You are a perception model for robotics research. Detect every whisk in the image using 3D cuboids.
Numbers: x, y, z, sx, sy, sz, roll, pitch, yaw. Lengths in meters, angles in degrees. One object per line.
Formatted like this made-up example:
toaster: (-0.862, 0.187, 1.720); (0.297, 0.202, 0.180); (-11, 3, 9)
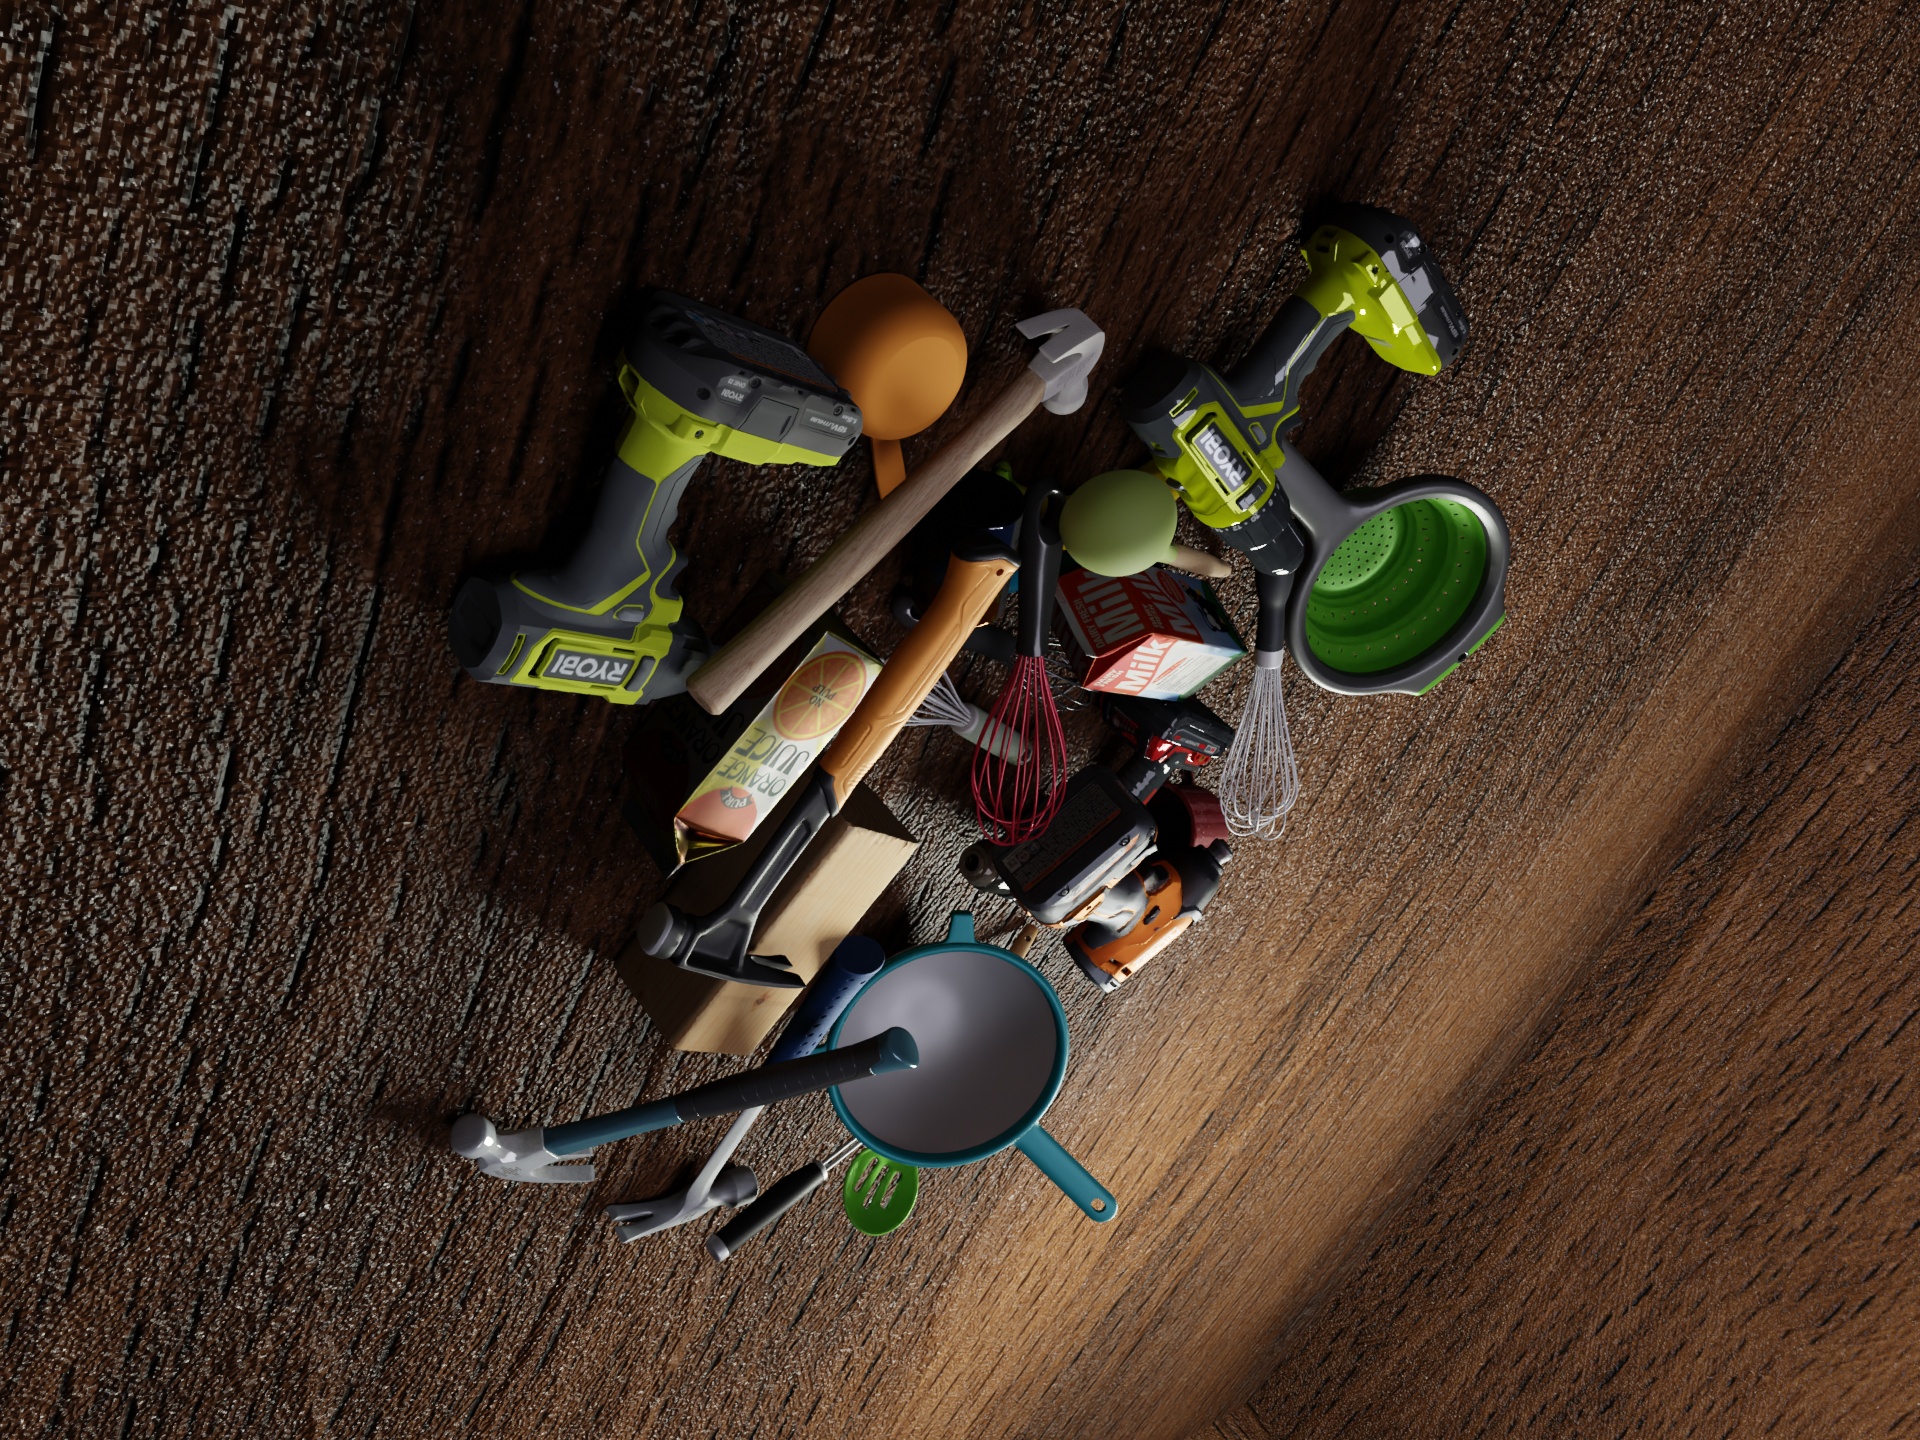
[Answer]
whisk: (0.048, -0.033, 1.115); (0.073, 0.073, 0.295); (-19, 128, -33)
whisk: (0.028, -0.052, 1.156); (0.238, 0.055, 0.055); (19, 112, -49)
whisk: (-0.002, -0.004, 1.175); (0.058, 0.059, 0.246); (-63, 151, -2)
whisk: (0.246, -0.024, 1.274); (0.070, 0.070, 0.284); (-22, 127, -30)

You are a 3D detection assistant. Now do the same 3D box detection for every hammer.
hammer: (-0.065, 0.028, 1.006); (0.127, 0.034, 0.337); (25, 105, -43)
hammer: (-0.193, 0.282, 1.173); (0.331, 0.033, 0.128); (-15, 150, 3)
hammer: (-0.034, -0.126, 0.941); (0.331, 0.031, 0.130); (-45, 172, -12)
hammer: (-0.165, 0.304, 1.277); (0.144, 0.035, 0.405); (-9, 144, -40)

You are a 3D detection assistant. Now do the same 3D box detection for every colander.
colander: (0.296, -0.166, 1.290); (0.204, 0.095, 0.396); (-45, 129, 13)

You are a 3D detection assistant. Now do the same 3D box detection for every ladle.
ladle: (0.151, -0.130, 1.156); (0.078, 0.062, 0.320); (-34, 169, 19)

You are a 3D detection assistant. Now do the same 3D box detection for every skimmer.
skimmer: (-0.065, 0.388, 1.458); (0.363, 0.090, 0.127); (-32, 125, -31)

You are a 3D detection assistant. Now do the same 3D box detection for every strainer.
strainer: (0.022, 0.316, 1.403); (0.211, 0.095, 0.340); (-41, 111, 2)

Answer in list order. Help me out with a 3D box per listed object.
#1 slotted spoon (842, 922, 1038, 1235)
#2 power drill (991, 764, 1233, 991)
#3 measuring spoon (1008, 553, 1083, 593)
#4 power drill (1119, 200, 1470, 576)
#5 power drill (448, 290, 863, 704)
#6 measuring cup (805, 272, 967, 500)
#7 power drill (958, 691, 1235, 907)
slotted spoon: (-0.012, 0.321, 1.448); (0.314, 0.070, 0.031); (-58, -168, -15)
power drill: (0.132, 0.123, 1.283); (0.164, 0.084, 0.226); (-40, 145, 2)
measuring spoon: (0.073, -0.107, 1.160); (0.128, 0.021, 0.042); (-21, 140, -33)
power drill: (0.242, -0.228, 1.119); (0.228, 0.080, 0.190); (-45, 124, 0)
power drill: (-0.158, -0.108, 0.873); (0.171, 0.080, 0.223); (8, 125, -50)
measuring cup: (-0.035, -0.177, 0.942); (0.095, 0.052, 0.173); (-31, 142, -20)
power drill: (0.107, 0.065, 1.327); (0.187, 0.080, 0.226); (16, 113, -53)
